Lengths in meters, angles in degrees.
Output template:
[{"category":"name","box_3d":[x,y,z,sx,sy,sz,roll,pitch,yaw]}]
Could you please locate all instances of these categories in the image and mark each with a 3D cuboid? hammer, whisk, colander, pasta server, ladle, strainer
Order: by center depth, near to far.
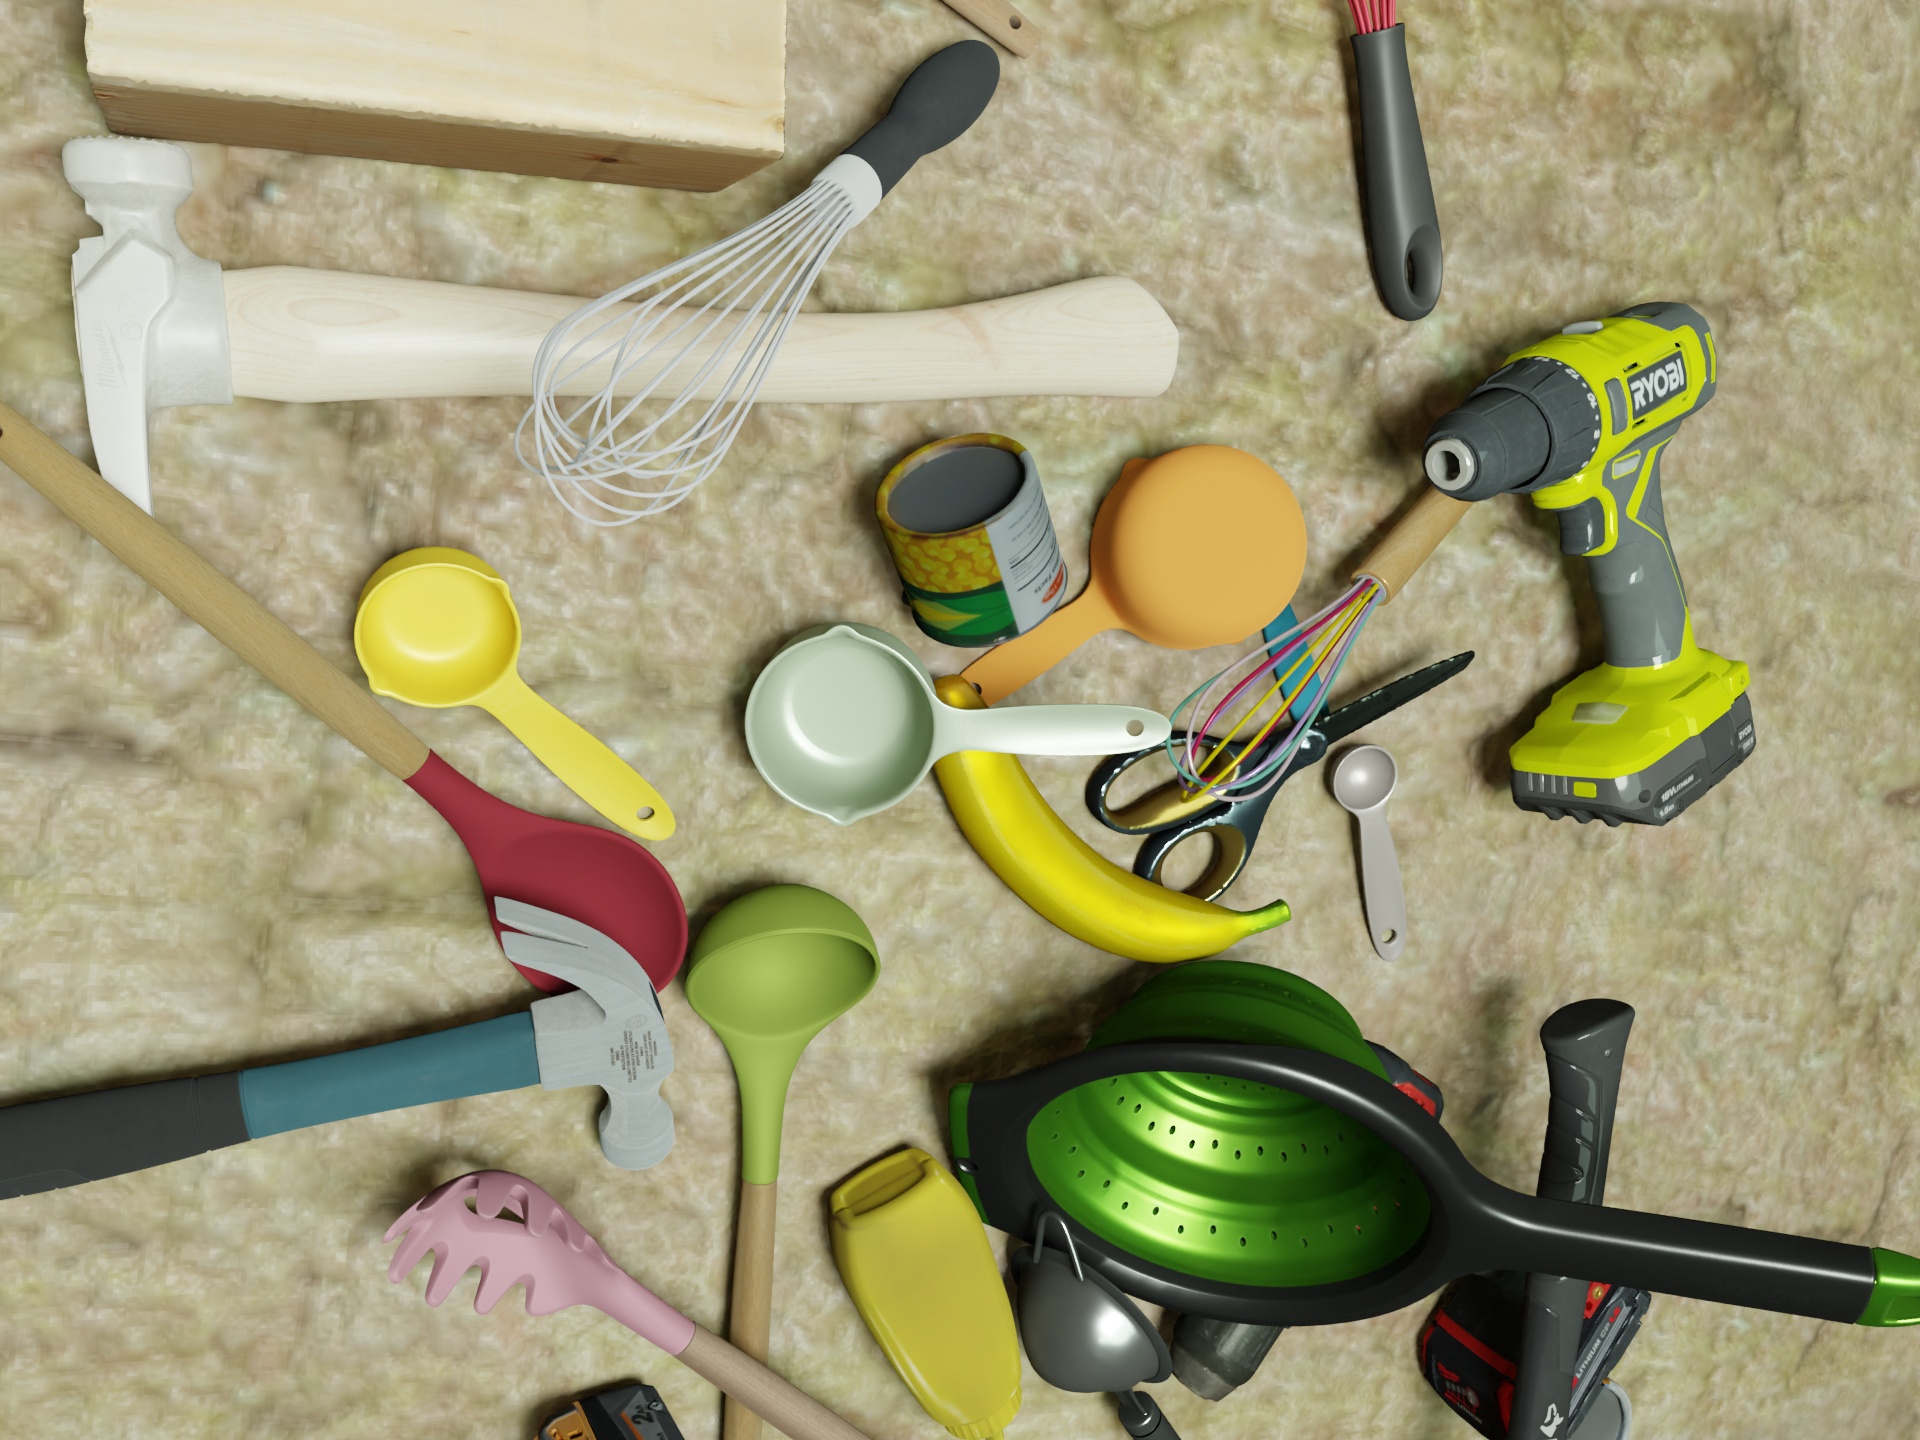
[{"category":"ladle","box_3d":[-0.211,0.001,0.556,0.069,0.031,0.315,-42,122,0]},{"category":"whisk","box_3d":[-0.058,-0.171,0.562,0.070,0.070,0.285,51,54,-23]},{"category":"hammer","box_3d":[-0.267,0.140,0.563,0.331,0.033,0.128,-8,125,-19]},{"category":"hammer","box_3d":[-0.100,-0.130,0.603,0.410,0.038,0.146,-5,103,-24]},{"category":"pasta server","box_3d":[-0.093,0.269,0.640,0.060,0.040,0.316,-37,115,21]},{"category":"ladle","box_3d":[-0.083,0.221,0.662,0.078,0.062,0.320,2,101,-18]},{"category":"colander","box_3d":[0.198,0.179,0.678,0.397,0.095,0.204,5,133,15]},{"category":"whisk","box_3d":[0.178,-0.319,0.687,0.073,0.073,0.295,-23,114,-19]},{"category":"whisk","box_3d":[0.172,-0.046,0.725,0.245,0.051,0.047,-45,153,-25]},{"category":"strainer","box_3d":[0.081,0.325,0.749,0.050,0.087,0.258,-51,127,-30]},{"category":"hammer","box_3d":[0.291,0.300,0.772,0.146,0.035,0.335,5,94,-19]}]

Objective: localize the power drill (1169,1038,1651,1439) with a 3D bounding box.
[{"category":"power drill","box_3d":[0.222,0.289,0.802,0.226,0.080,0.188,38,83,-22]}]

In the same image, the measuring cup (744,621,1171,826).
[{"category":"measuring cup","box_3d":[-0.001,-0.002,0.638,0.167,0.038,0.083,1,108,-1]}]

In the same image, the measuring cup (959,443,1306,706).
[{"category":"measuring cup","box_3d":[0.070,-0.052,0.676,0.173,0.052,0.095,-33,96,-10]}]

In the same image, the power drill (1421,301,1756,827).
[{"category":"power drill","box_3d":[0.299,-0.070,0.756,0.190,0.080,0.228,-27,109,-34]}]

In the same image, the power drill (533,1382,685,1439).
[{"category":"power drill","box_3d":[-0.193,0.340,0.563,0.226,0.185,0.084,-12,103,-25]}]

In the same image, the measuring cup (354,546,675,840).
[{"category":"measuring cup","box_3d":[-0.163,-0.006,0.605,0.062,0.029,0.156,-39,126,3]}]

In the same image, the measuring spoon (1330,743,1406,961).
[{"category":"measuring spoon","box_3d":[0.204,0.066,0.790,0.034,0.018,0.124,-19,114,-9]}]

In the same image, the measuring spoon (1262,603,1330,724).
[{"category":"measuring spoon","box_3d":[0.154,-0.043,0.740,0.042,0.021,0.128,-29,108,-17]}]

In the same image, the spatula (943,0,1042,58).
[{"category":"spatula","box_3d":[-0.094,-0.344,0.578,0.315,0.018,0.060,30,85,-25]}]
